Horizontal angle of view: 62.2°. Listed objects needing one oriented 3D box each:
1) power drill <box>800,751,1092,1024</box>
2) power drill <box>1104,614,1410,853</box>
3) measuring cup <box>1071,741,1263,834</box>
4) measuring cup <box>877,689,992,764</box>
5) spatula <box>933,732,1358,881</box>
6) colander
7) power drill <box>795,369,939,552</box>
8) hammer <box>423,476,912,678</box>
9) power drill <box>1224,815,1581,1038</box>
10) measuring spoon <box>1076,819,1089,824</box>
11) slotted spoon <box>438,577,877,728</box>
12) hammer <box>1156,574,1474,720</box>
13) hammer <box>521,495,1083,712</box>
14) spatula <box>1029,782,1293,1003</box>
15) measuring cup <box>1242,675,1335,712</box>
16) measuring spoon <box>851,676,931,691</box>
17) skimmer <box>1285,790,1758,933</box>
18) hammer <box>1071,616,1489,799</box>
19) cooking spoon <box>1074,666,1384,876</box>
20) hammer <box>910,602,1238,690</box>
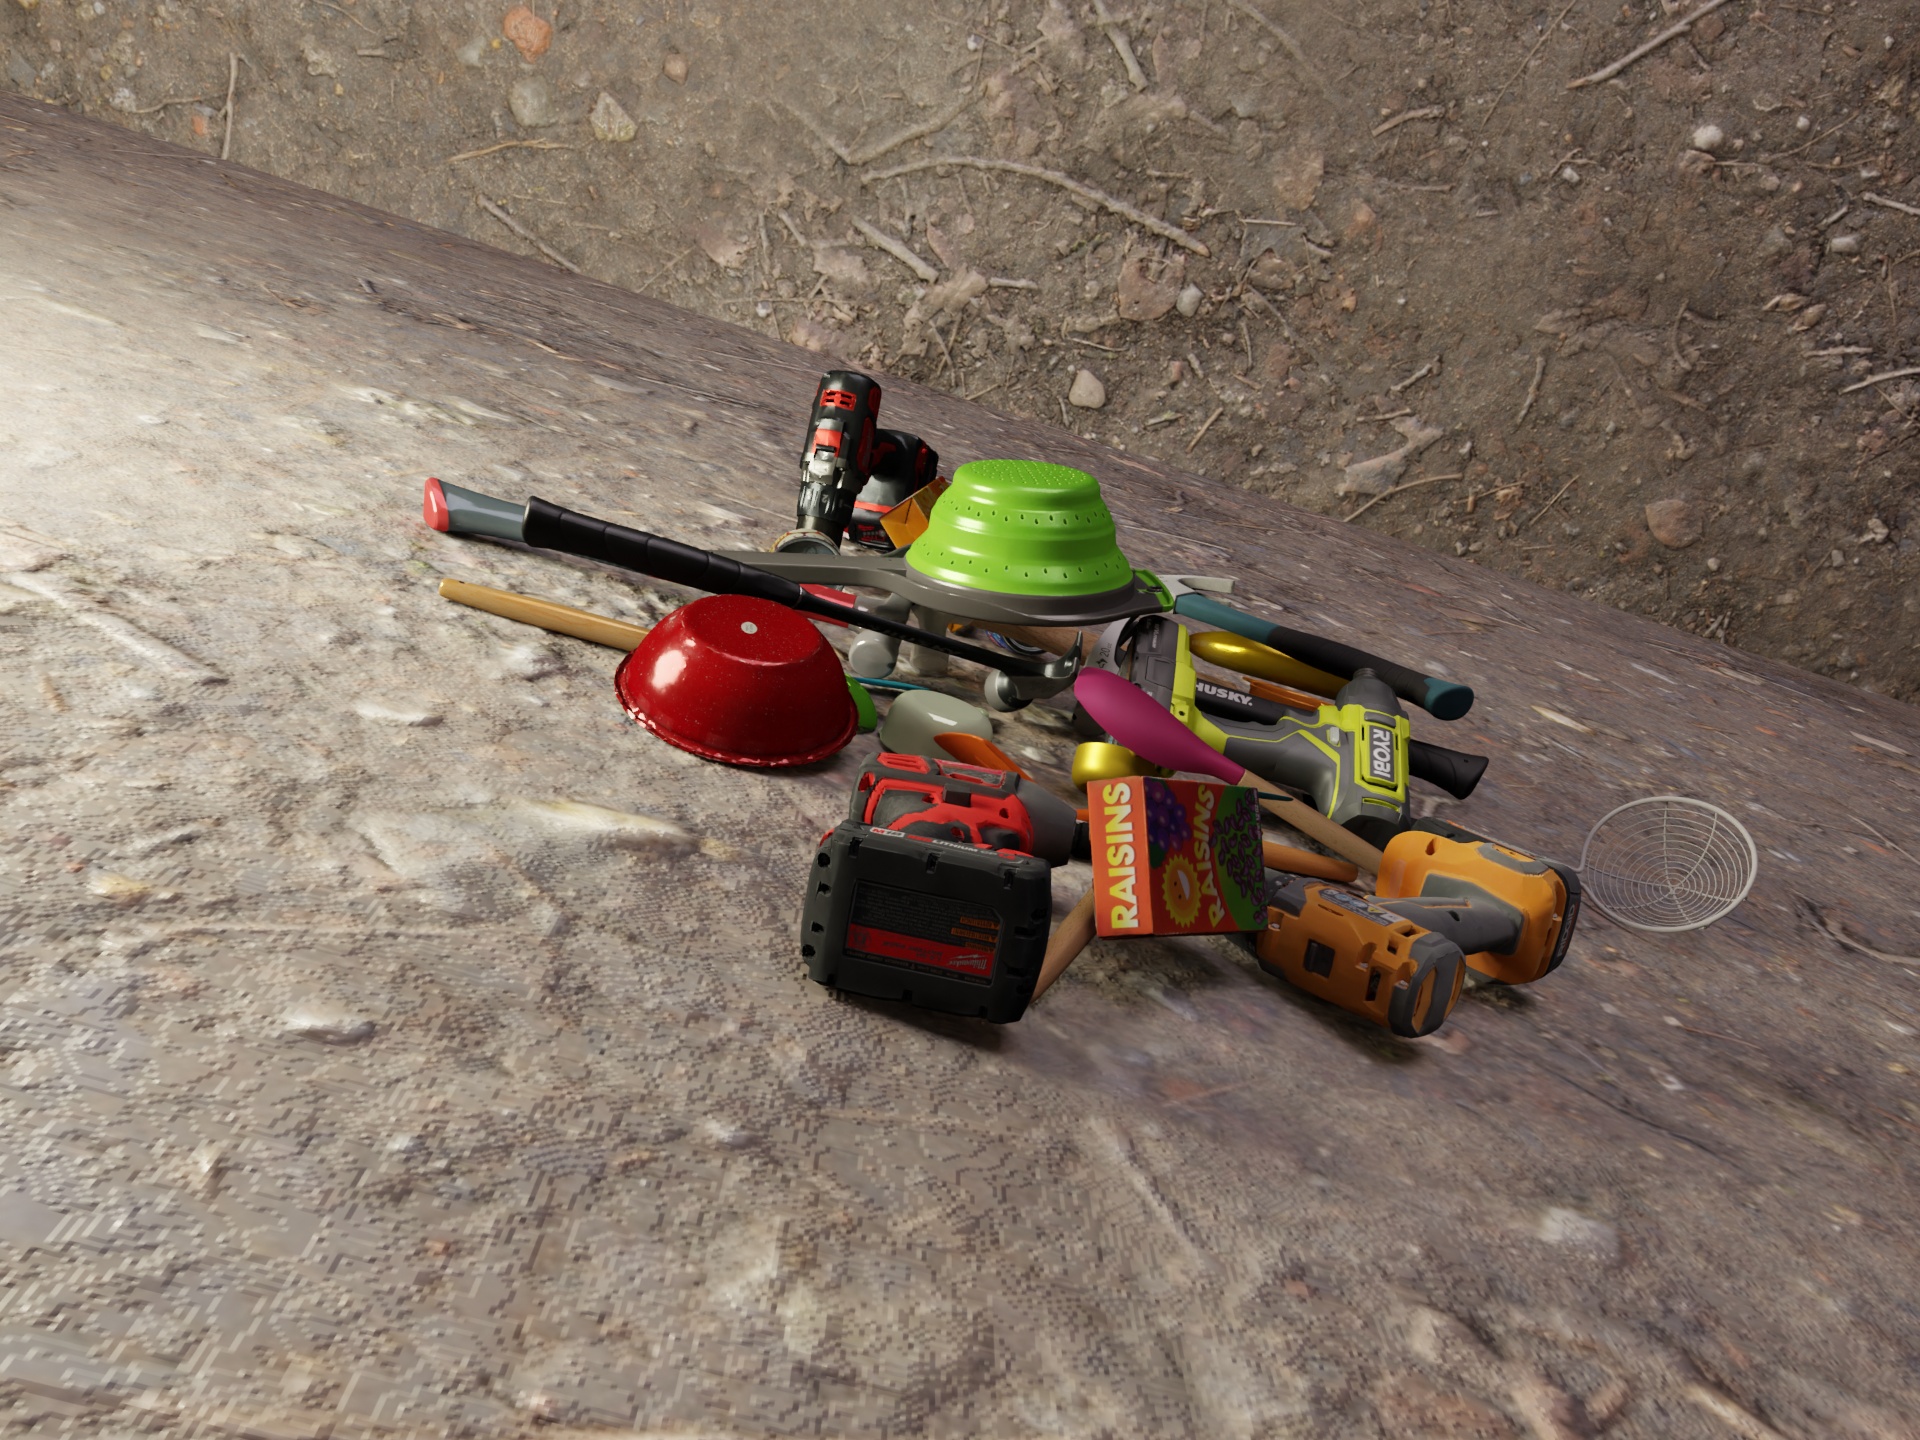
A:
[{"bbox_3d":[0.000,0.075,0.840,0.143,0.078,0.220,11,14,3],"label":"power drill"},{"bbox_3d":[0.229,0.003,1.206,0.223,0.080,0.171,15,47,-2],"label":"power drill"},{"bbox_3d":[0.147,0.060,1.124,0.156,0.029,0.062,26,-21,-17],"label":"measuring cup"},{"bbox_3d":[-0.002,-0.004,1.144,0.083,0.038,0.167,22,17,11],"label":"measuring cup"},{"bbox_3d":[0.135,0.064,1.076,0.322,0.041,0.081,14,-7,-20],"label":"spatula"},{"bbox_3d":[-0.034,-0.146,1.200,0.397,0.094,0.205,2,20,-7],"label":"colander"},{"bbox_3d":[-0.098,-0.216,1.524,0.080,0.188,0.226,12,-2,14],"label":"power drill"},{"bbox_3d":[-0.227,-0.133,1.256,0.386,0.038,0.143,15,38,-3],"label":"hammer"},{"bbox_3d":[0.257,0.116,0.987,0.226,0.084,0.185,-7,22,-44],"label":"power drill"},{"bbox_3d":[0.032,0.072,1.003,0.124,0.018,0.034,7,20,-13],"label":"measuring spoon"},{"bbox_3d":[-0.205,-0.051,1.104,0.313,0.031,0.070,15,14,-6],"label":"slotted spoon"},{"bbox_3d":[0.283,-0.067,1.369,0.128,0.033,0.331,-14,30,-43],"label":"hammer"},{"bbox_3d":[-0.102,-0.081,1.103,0.408,0.036,0.149,16,-15,-22],"label":"hammer"},{"bbox_3d":[0.108,0.087,0.927,0.082,0.044,0.317,7,26,28],"label":"spatula"},{"bbox_3d":[0.280,-0.004,1.420,0.095,0.052,0.174,14,7,-13],"label":"measuring cup"},{"bbox_3d":[-0.074,-0.039,1.191,0.128,0.021,0.042,10,-1,-34],"label":"measuring spoon"},{"bbox_3d":[0.431,0.085,1.231,0.363,0.090,0.127,13,49,-10],"label":"skimmer"},{"bbox_3d":[0.263,-0.004,1.294,0.335,0.035,0.146,16,44,4],"label":"hammer"},{"bbox_3d":[0.217,0.053,1.112,0.319,0.017,0.069,32,38,-5],"label":"cooking spoon"},{"bbox_3d":[0.106,-0.064,1.370,0.331,0.130,0.031,18,-27,-27],"label":"hammer"}]
